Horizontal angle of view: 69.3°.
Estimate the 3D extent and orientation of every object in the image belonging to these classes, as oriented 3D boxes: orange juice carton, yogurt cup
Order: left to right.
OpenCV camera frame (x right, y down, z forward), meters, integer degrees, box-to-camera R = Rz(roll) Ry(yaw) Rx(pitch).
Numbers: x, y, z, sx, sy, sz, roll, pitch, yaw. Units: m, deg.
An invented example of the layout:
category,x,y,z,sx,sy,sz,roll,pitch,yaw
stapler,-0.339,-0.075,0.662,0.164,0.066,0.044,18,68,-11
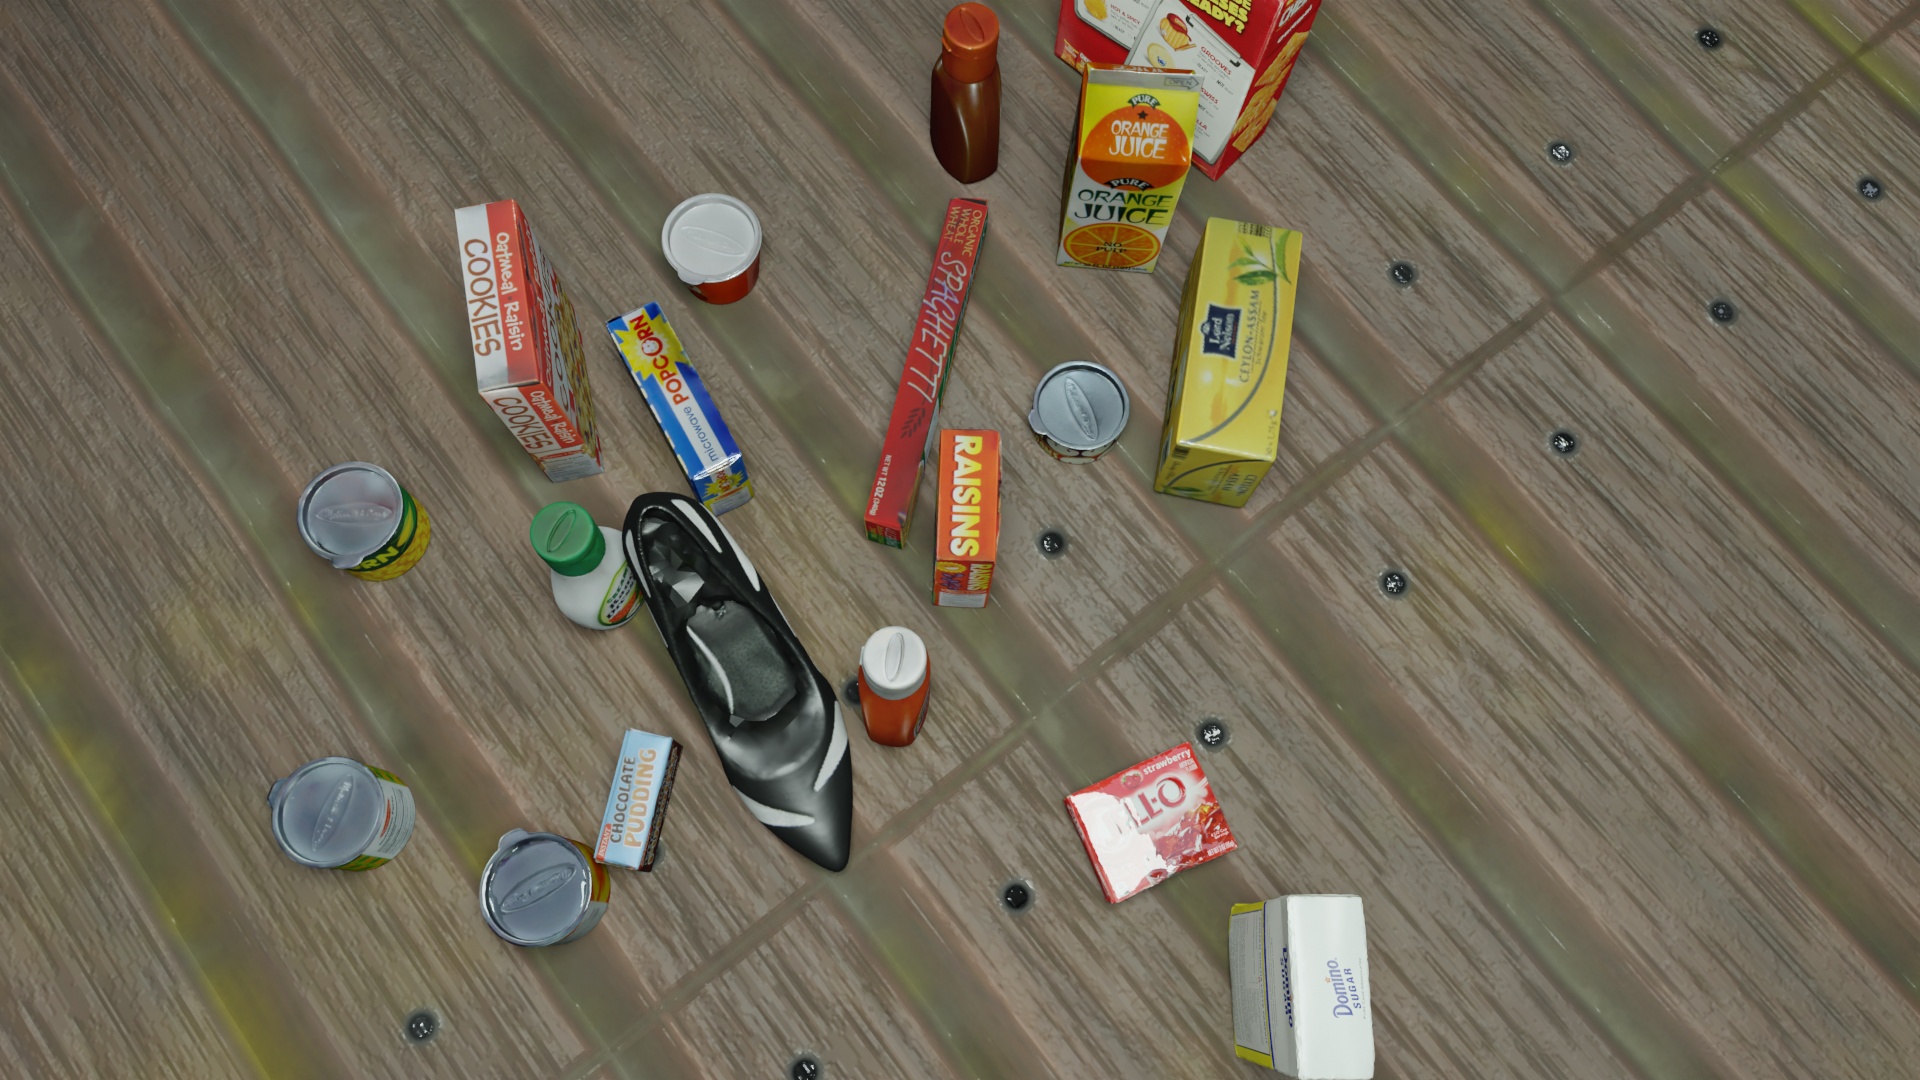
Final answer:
category,x,y,z,sx,sy,sz,roll,pitch,yaw
yogurt cup,-0.171,-0.201,0.974,0.072,0.053,0.072,1,74,-2
orange juice carton,0.110,-0.256,0.928,0.072,0.192,0.073,5,74,0

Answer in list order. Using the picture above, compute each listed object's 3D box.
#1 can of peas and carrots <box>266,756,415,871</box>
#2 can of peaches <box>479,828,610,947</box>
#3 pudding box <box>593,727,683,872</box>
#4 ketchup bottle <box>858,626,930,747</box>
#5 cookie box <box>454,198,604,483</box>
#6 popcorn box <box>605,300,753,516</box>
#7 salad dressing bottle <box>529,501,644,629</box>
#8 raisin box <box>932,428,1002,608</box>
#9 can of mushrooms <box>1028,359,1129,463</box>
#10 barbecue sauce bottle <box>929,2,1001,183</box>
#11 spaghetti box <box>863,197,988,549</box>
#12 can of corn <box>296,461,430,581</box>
category,x,y,z,sx,sy,sz,roll,pitch,yaw
can of peas and carrots,-0.380,0.169,0.854,0.071,0.058,0.071,1,74,-2
can of peaches,-0.252,0.211,0.847,0.071,0.058,0.071,1,74,-2
pudding box,-0.201,0.162,0.867,0.030,0.049,0.084,11,74,1
ketchup bottle,-0.040,0.085,0.844,0.043,0.148,0.065,8,74,0
cookie box,-0.272,-0.122,0.888,0.040,0.167,0.123,-12,75,-5
popcorn box,-0.185,-0.085,0.923,0.038,0.085,0.127,-28,77,-9
salad dressing bottle,-0.230,0.015,0.859,0.044,0.147,0.064,25,75,5
raisin box,0.003,-0.011,0.888,0.040,0.123,0.086,3,74,-1
can of mushrooms,0.080,-0.088,0.960,0.071,0.033,0.071,1,74,-2
barbecue sauce bottle,0.004,-0.311,0.964,0.044,0.148,0.065,-26,76,-9
spaghetti box,-0.022,-0.118,0.957,0.029,0.050,0.251,13,73,2
can of corn,-0.388,-0.009,0.907,0.071,0.058,0.071,1,74,-2
